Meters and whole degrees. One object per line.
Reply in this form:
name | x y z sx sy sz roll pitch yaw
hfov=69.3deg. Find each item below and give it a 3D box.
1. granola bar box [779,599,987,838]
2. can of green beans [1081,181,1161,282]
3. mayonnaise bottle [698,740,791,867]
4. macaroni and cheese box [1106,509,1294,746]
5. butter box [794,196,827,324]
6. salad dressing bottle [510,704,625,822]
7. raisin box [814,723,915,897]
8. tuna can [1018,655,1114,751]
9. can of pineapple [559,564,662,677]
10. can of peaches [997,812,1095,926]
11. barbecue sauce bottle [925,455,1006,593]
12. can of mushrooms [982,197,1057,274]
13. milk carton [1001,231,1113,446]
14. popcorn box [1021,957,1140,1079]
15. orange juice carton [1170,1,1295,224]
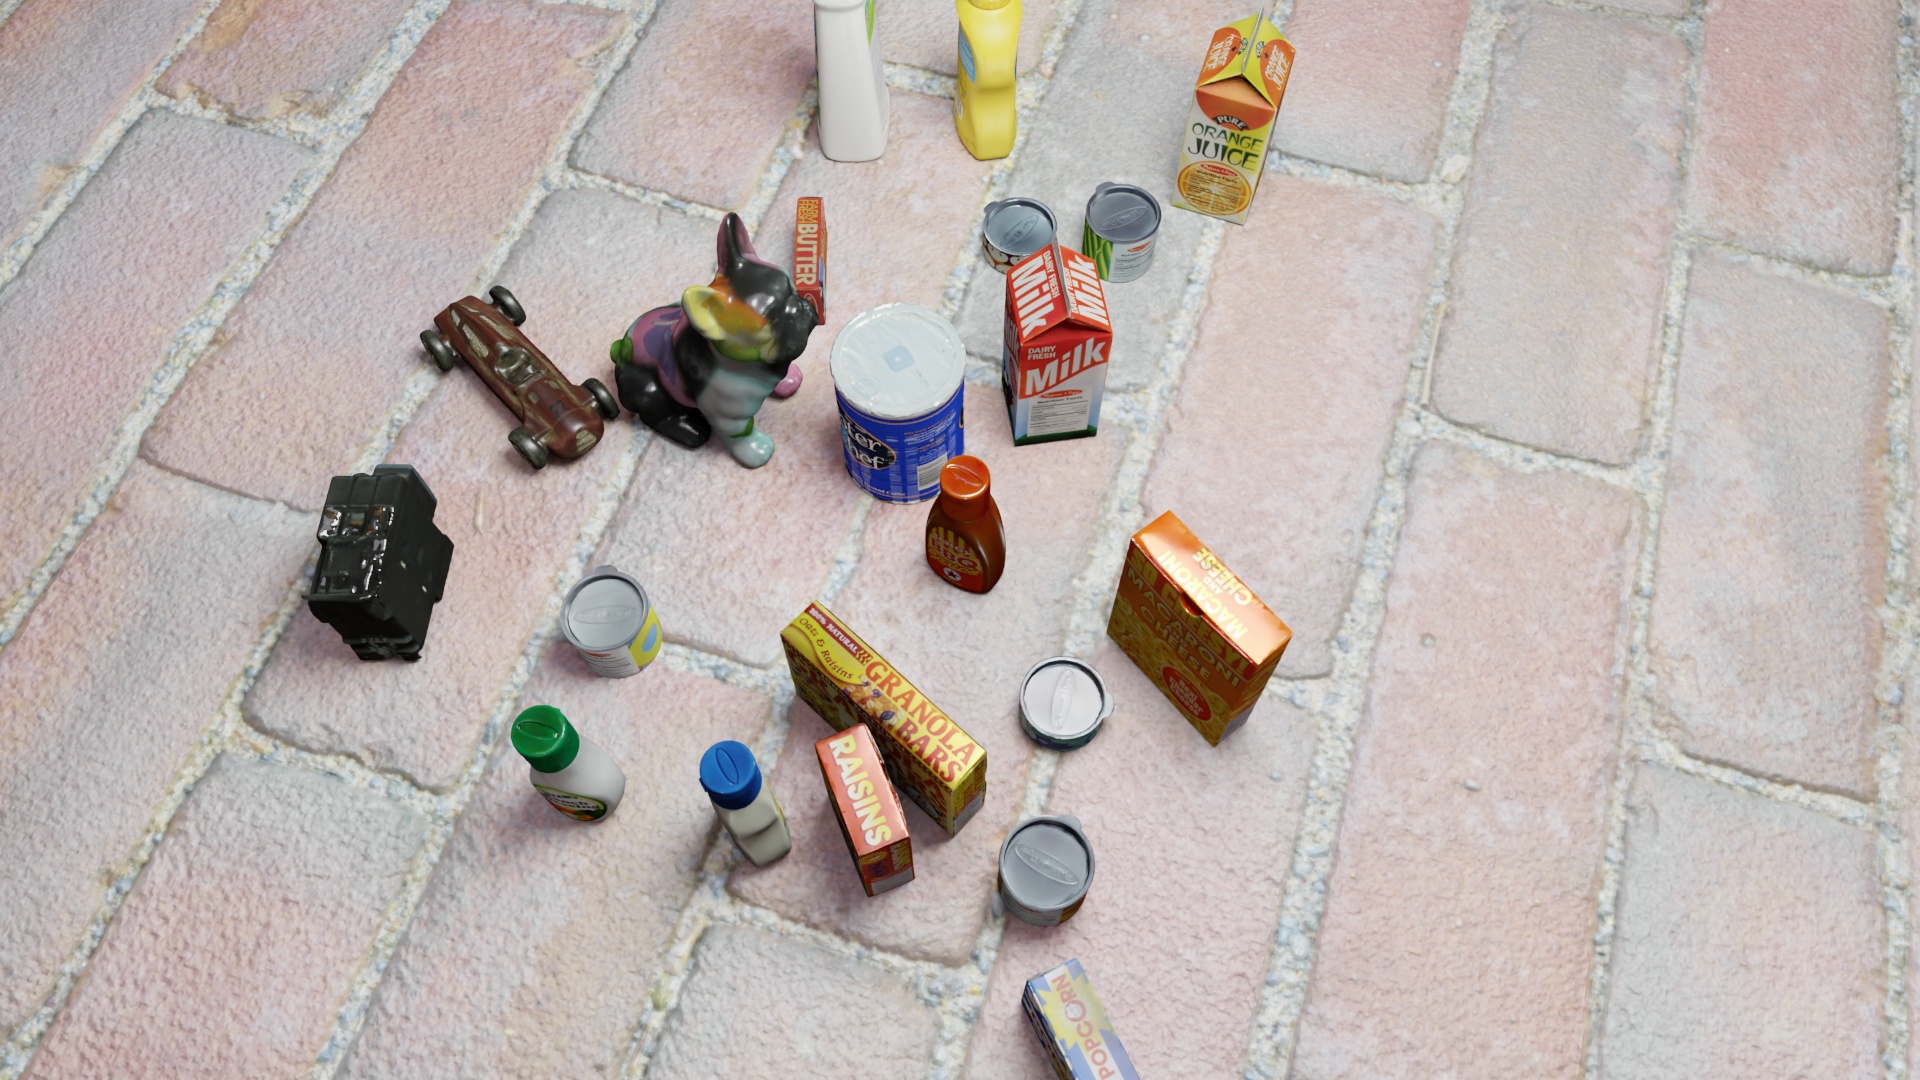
granola bar box | -0.053 0.128 0.989 0.166 0.123 0.039 40 70 18
can of green beans | 0.142 -0.272 1.232 0.071 0.057 0.071 0 63 0
mayonnaise bottle | -0.148 0.177 0.951 0.041 0.147 0.065 -28 67 -13
macaroni and cheese box | 0.166 0.067 0.997 0.040 0.165 0.124 -36 69 -17
butter box | -0.131 -0.246 1.221 0.024 0.053 0.104 -1 63 -1
salad dressing bottle | -0.273 0.155 0.962 0.064 0.147 0.044 13 64 6
raisin box | -0.064 0.188 0.959 0.040 0.123 0.086 -20 65 -10
tuna can | 0.079 0.123 1.043 0.071 0.032 0.071 0 63 0
can of pineapple | -0.265 0.063 1.059 0.071 0.057 0.071 0 63 0
can of peaches | 0.060 0.231 0.974 0.071 0.057 0.071 0 63 0
barbecue sauce bottle | 0.004 -0.013 1.048 0.065 0.148 0.044 28 67 14
can of mushrooms | 0.051 -0.274 1.246 0.071 0.033 0.071 0 63 0
milk carton | 0.075 -0.156 1.098 0.073 0.189 0.072 -8 63 -4
popcorn box | 0.085 0.342 0.901 0.038 0.085 0.127 -24 65 -11
orange juice carton | 0.238 -0.370 1.207 0.073 0.191 0.072 18 65 9
